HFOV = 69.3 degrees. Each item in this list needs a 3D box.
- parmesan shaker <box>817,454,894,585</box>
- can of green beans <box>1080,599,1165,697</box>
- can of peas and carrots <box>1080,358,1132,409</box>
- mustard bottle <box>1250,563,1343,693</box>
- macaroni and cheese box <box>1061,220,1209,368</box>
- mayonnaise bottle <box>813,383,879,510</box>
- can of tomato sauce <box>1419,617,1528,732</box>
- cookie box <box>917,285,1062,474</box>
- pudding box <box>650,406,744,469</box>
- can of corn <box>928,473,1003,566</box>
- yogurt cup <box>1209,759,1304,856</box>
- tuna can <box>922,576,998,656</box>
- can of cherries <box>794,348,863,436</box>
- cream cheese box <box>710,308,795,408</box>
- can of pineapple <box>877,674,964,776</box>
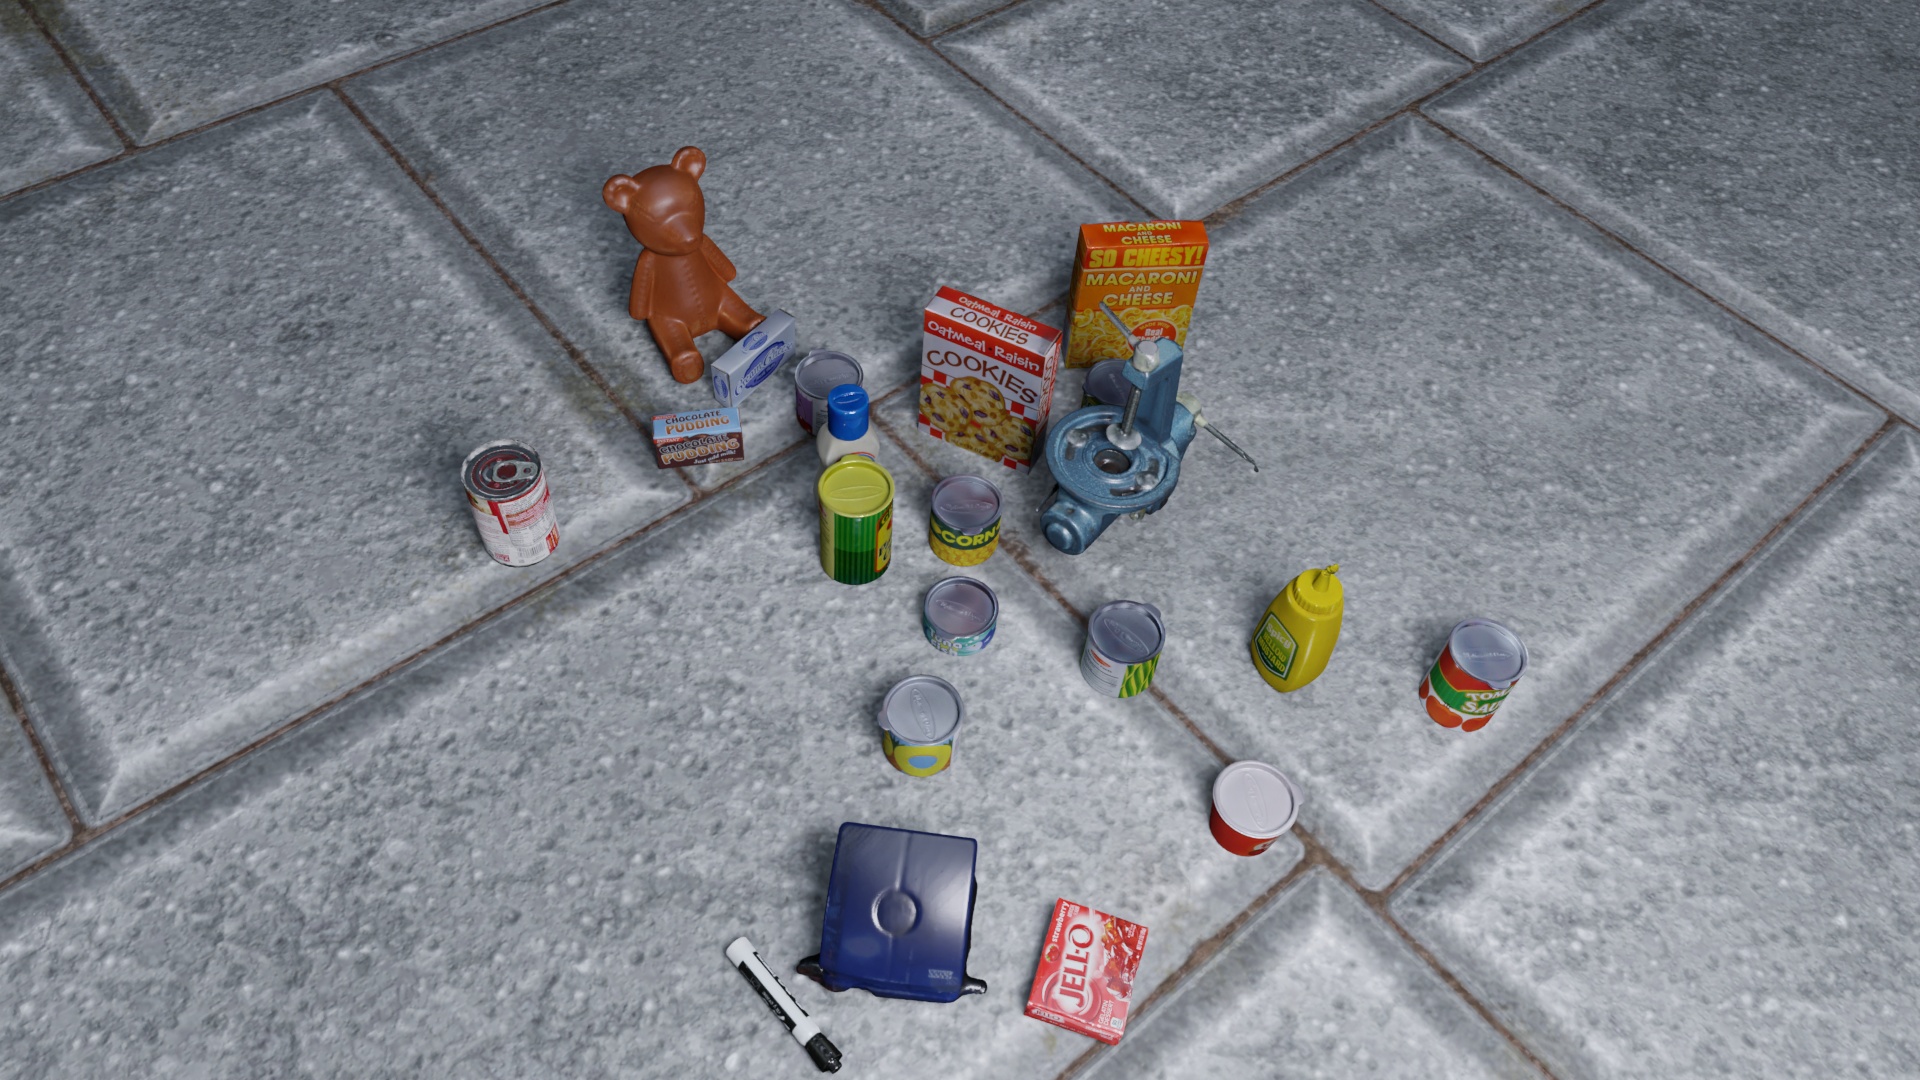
[{"bbox_3d":[-0.093,-0.017,1.241,0.071,0.102,0.071,2,52,-3],"label":"parmesan shaker"},{"bbox_3d":[0.140,0.094,1.201,0.071,0.057,0.071,2,52,-3],"label":"can of green beans"},{"bbox_3d":[0.151,-0.137,1.380,0.071,0.058,0.071,2,52,-3],"label":"can of peas and carrots"},{"bbox_3d":[0.289,0.066,1.170,0.049,0.159,0.065,-23,58,-20],"label":"mustard bottle"},{"bbox_3d":[0.172,-0.246,1.398,0.124,0.165,0.040,-4,53,-7],"label":"macaroni and cheese box"},{"bbox_3d":[-0.102,-0.079,1.259,0.065,0.147,0.041,-14,55,-14],"label":"mayonnaise bottle"},{"bbox_3d":[0.439,0.118,1.190,0.071,0.082,0.071,2,52,-3],"label":"can of tomato sauce"},{"bbox_3d":[0.025,-0.150,1.312,0.123,0.166,0.040,23,55,13],"label":"cookie box"},{"bbox_3d":[-0.250,-0.098,1.325,0.084,0.049,0.030,-7,53,-10],"label":"pudding box"},{"bbox_3d":[0.005,-0.016,1.276,0.071,0.058,0.071,2,52,-3],"label":"can of corn"},{"bbox_3d":[0.232,0.218,1.116,0.072,0.053,0.073,2,52,-3],"label":"yogurt cup"},{"bbox_3d":[-0.001,0.069,1.226,0.071,0.032,0.071,2,52,-3],"label":"tuna can"},{"bbox_3d":[-0.129,-0.145,1.365,0.071,0.058,0.072,2,52,-3],"label":"can of cherries"},{"bbox_3d":[-0.205,-0.182,1.390,0.024,0.053,0.104,31,56,18],"label":"cream cheese box"},{"bbox_3d":[-0.033,0.153,1.143,0.071,0.057,0.071,2,52,-3],"label":"can of pineapple"}]
